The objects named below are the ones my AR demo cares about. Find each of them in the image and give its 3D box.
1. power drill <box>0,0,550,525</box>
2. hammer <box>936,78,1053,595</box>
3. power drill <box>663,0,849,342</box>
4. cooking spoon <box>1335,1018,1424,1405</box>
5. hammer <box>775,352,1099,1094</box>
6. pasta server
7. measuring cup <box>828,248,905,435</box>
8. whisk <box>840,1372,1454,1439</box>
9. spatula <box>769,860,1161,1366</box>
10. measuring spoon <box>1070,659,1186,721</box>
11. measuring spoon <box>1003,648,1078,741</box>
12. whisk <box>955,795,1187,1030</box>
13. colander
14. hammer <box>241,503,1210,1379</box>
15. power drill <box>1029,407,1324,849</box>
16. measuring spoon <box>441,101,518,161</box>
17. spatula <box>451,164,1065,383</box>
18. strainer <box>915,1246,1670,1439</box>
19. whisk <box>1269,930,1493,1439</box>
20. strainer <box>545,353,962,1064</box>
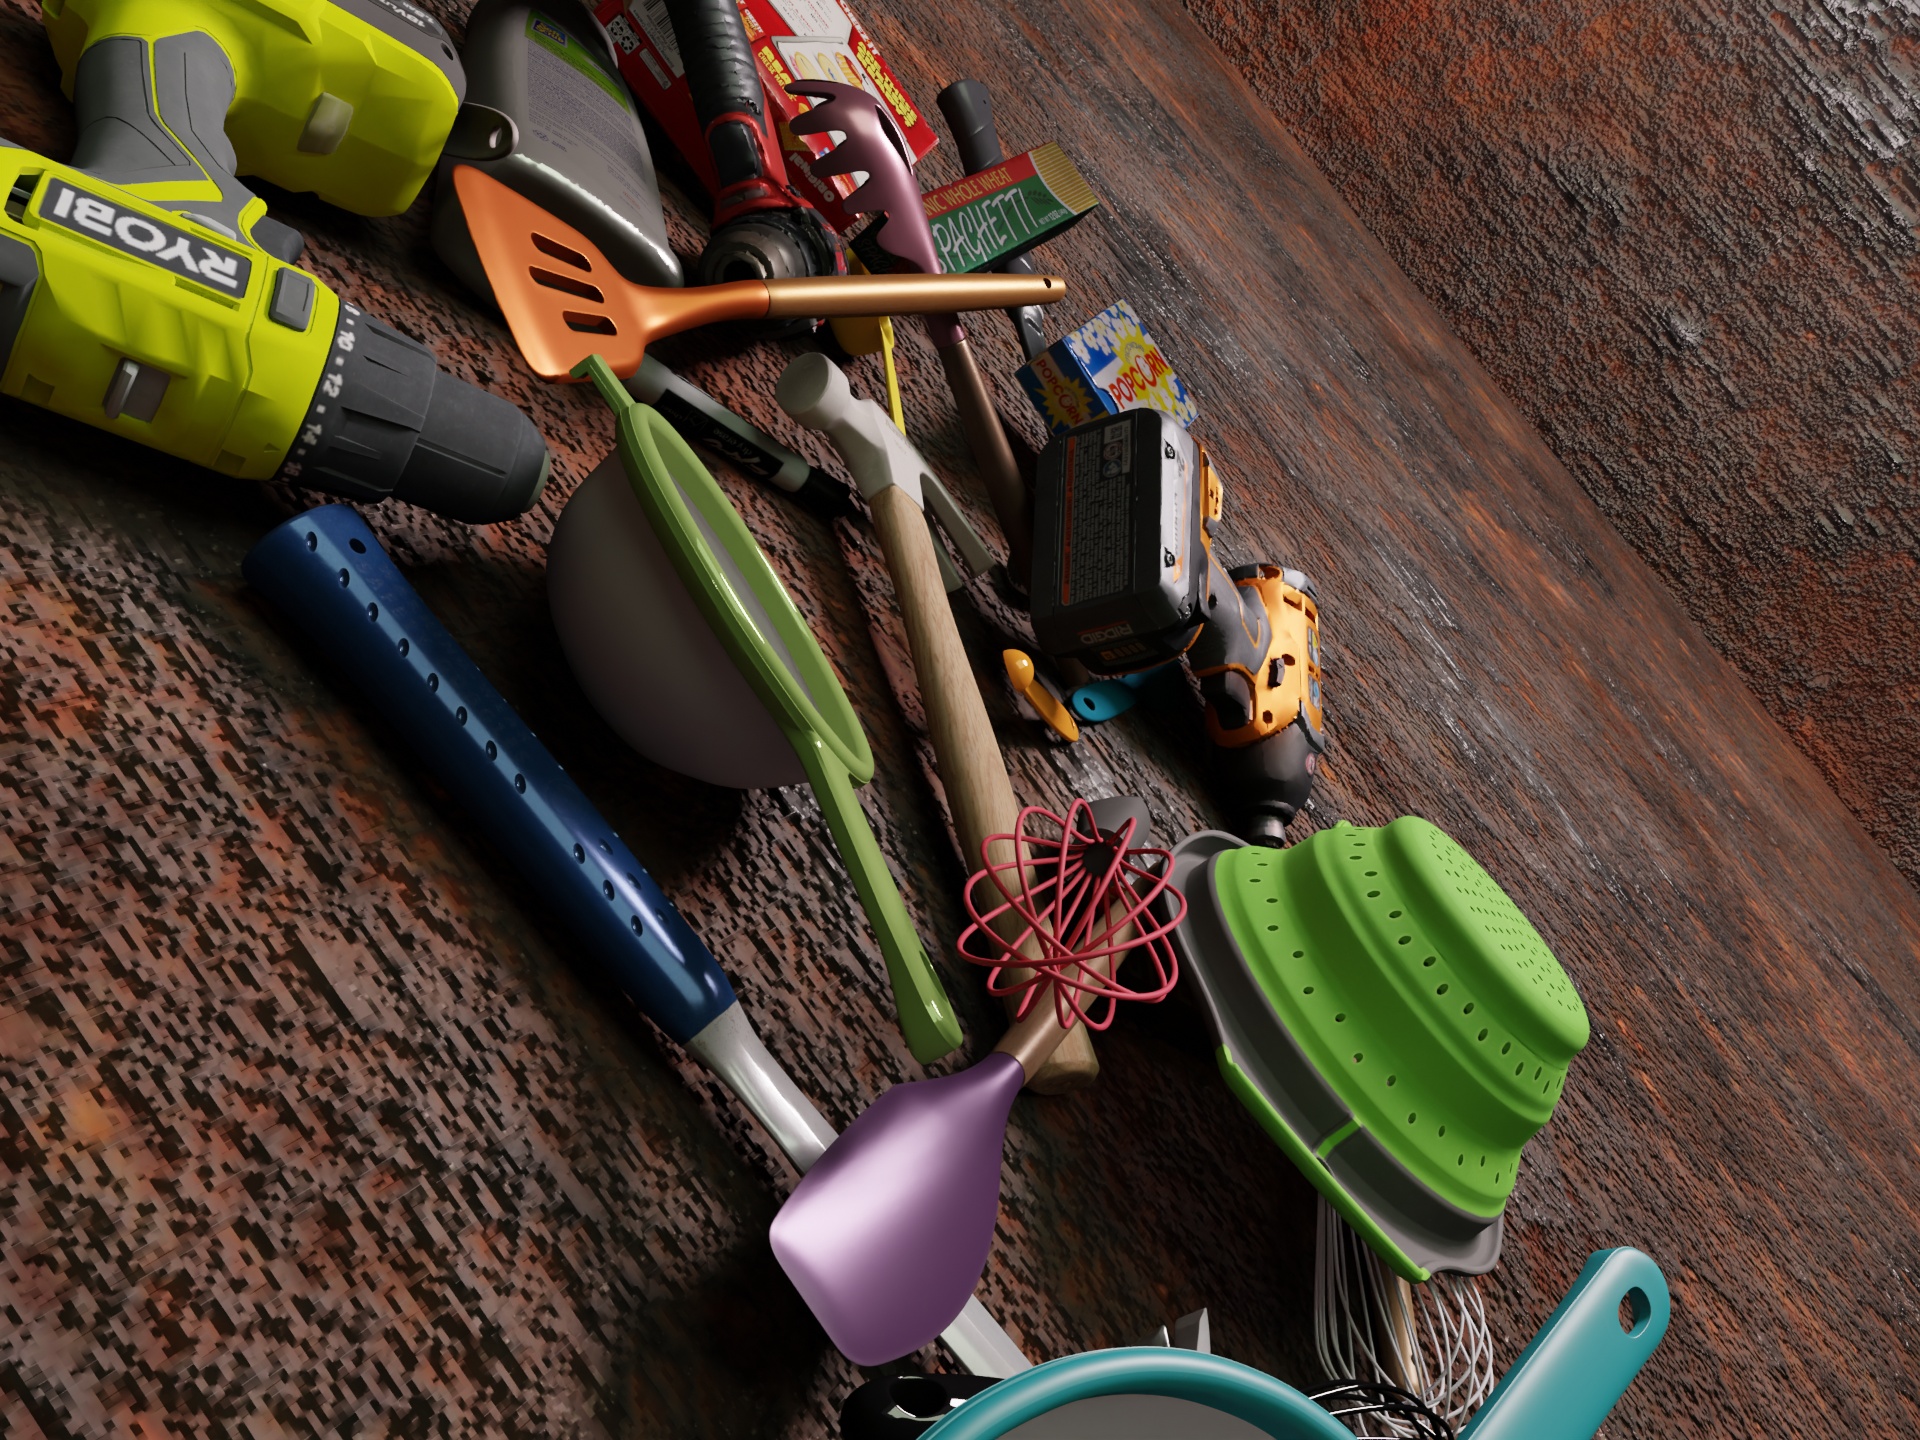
[{"bbox_3d":[-0.227,-0.166,0.521,0.190,0.080,0.229,20,41,-32],"label":"power drill"},{"bbox_3d":[0.046,-0.234,0.964,0.149,0.036,0.409,17,51,-47],"label":"hammer"},{"bbox_3d":[-0.111,-0.283,0.721,0.188,0.080,0.226,-84,158,-73],"label":"power drill"},{"bbox_3d":[0.190,0.176,0.759,0.068,0.017,0.319,41,30,-22],"label":"cooking spoon"},{"bbox_3d":[-0.001,-0.002,0.673,0.130,0.031,0.332,35,33,-54],"label":"hammer"},{"bbox_3d":[-0.002,-0.152,0.758,0.060,0.040,0.316,-75,146,-62],"label":"pasta server"},{"bbox_3d":[-0.050,-0.181,0.842,0.062,0.029,0.157,57,22,-65],"label":"measuring cup"},{"bbox_3d":[0.066,0.208,0.454,0.238,0.055,0.055,22,39,-31],"label":"whisk"},{"bbox_3d":[0.026,0.110,0.541,0.060,0.018,0.316,54,28,0],"label":"spatula"},{"bbox_3d":[0.092,-0.020,0.847,0.042,0.021,0.128,54,28,9],"label":"measuring spoon"},{"bbox_3d":[0.042,-0.010,0.737,0.116,0.011,0.021,39,32,-66],"label":"measuring spoon"},{"bbox_3d":[0.049,0.053,0.582,0.073,0.073,0.296,51,10,2],"label":"whisk"},{"bbox_3d":[0.200,0.089,0.713,0.204,0.094,0.397,48,19,1],"label":"colander"},{"bbox_3d":[-0.067,0.098,0.483,0.405,0.035,0.144,50,30,1],"label":"hammer"},{"bbox_3d":[0.123,-0.037,0.814,0.226,0.084,0.164,36,49,-48],"label":"power drill"},{"bbox_3d":[-0.202,-0.233,0.629,0.124,0.034,0.018,25,13,41],"label":"measuring spoon"},{"bbox_3d":[-0.058,-0.175,0.644,0.322,0.041,0.081,-17,83,-44],"label":"spatula"},{"bbox_3d":[0.065,0.230,0.388,0.340,0.095,0.211,-25,85,-40],"label":"strainer"},{"bbox_3d":[0.166,0.180,0.684,0.070,0.070,0.285,35,27,-24],"label":"whisk"},{"bbox_3d":[-0.075,0.011,0.515,0.257,0.069,0.151,62,4,35],"label":"strainer"}]
